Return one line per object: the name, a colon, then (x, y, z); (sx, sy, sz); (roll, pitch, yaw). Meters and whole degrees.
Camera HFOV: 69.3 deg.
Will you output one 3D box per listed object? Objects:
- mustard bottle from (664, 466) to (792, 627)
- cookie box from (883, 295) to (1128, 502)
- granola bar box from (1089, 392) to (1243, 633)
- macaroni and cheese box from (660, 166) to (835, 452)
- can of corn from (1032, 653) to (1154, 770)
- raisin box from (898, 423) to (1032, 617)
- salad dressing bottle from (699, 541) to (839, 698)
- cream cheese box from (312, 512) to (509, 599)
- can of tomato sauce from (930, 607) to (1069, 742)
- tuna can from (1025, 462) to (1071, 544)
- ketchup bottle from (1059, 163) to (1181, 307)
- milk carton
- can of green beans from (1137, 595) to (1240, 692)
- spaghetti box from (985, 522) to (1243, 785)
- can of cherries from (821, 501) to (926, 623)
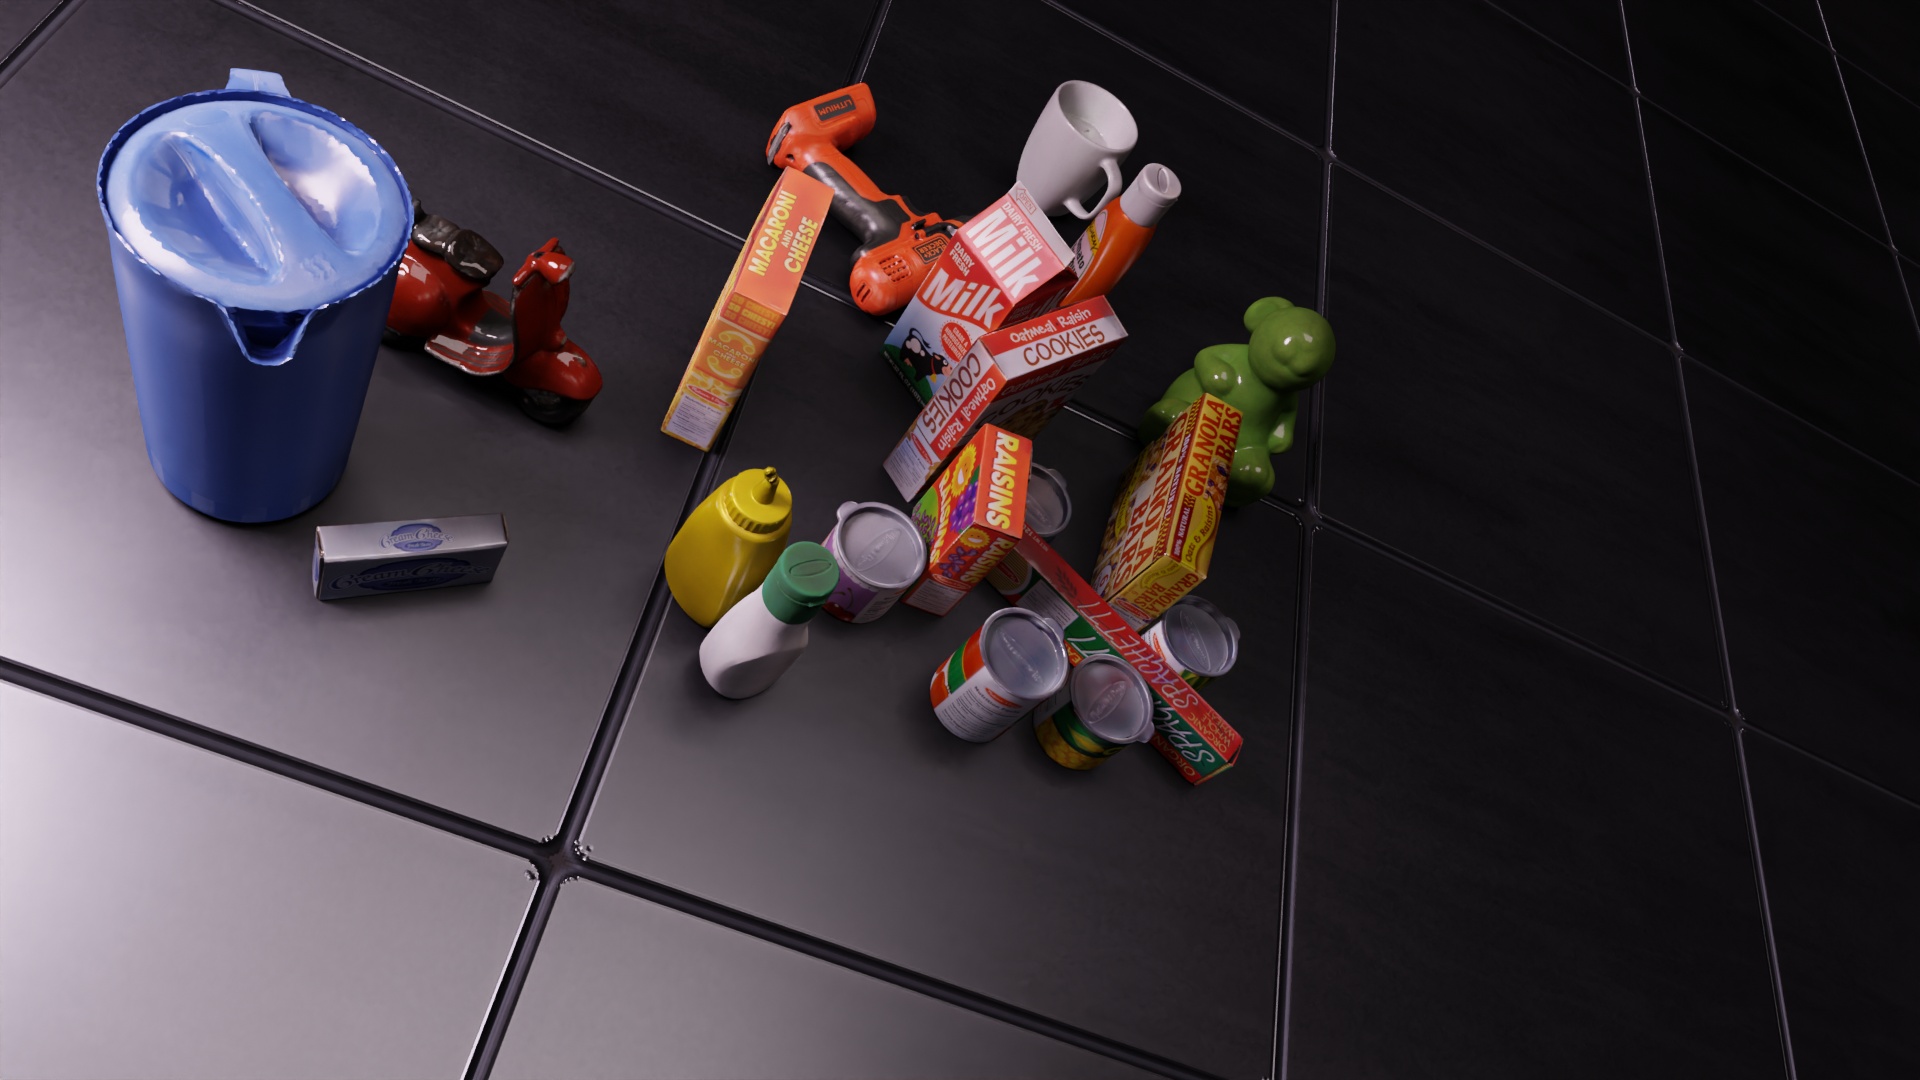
mustard bottle: (-0.137, -0.003, 0.860); (0.049, 0.159, 0.065); (-32, 80, -38)
cookie box: (0.030, -0.103, 1.008); (0.123, 0.166, 0.040); (-25, 76, -37)
granola bar box: (0.151, -0.016, 1.050); (0.039, 0.123, 0.166); (29, 52, -11)
macaroni and cheese box: (-0.146, -0.154, 0.943); (0.040, 0.165, 0.124); (25, 53, -14)
can of corn: (0.094, 0.123, 0.976); (0.071, 0.058, 0.071); (14, 56, -21)
raisin box: (0.003, -0.012, 0.967); (0.040, 0.122, 0.086); (20, 54, -17)
salad dressing bottle: (-0.116, 0.050, 0.849); (0.064, 0.147, 0.044); (-12, 68, -34)
cream cheese box: (-0.325, 0.009, 0.819); (0.104, 0.053, 0.024); (-6, 65, -31)
can of tomato sauce: (0.026, 0.091, 0.943); (0.071, 0.082, 0.071); (14, 56, -21)
tuna can: (0.050, -0.026, 1.059); (0.071, 0.032, 0.071); (14, 56, -21)
ketchup bottle: (0.131, -0.254, 1.167); (0.043, 0.148, 0.065); (16, 56, -20)
milk carton: (0.020, -0.179, 1.034); (0.074, 0.189, 0.072); (-28, 78, -37)
can of green beans: (0.164, 0.083, 1.039); (0.071, 0.057, 0.071); (14, 56, -21)
spaghetti box: (0.102, 0.077, 1.014); (0.250, 0.050, 0.029); (45, 51, 2)
can of cherries: (-0.066, 0.014, 0.955); (0.071, 0.058, 0.072); (14, 56, -21)
